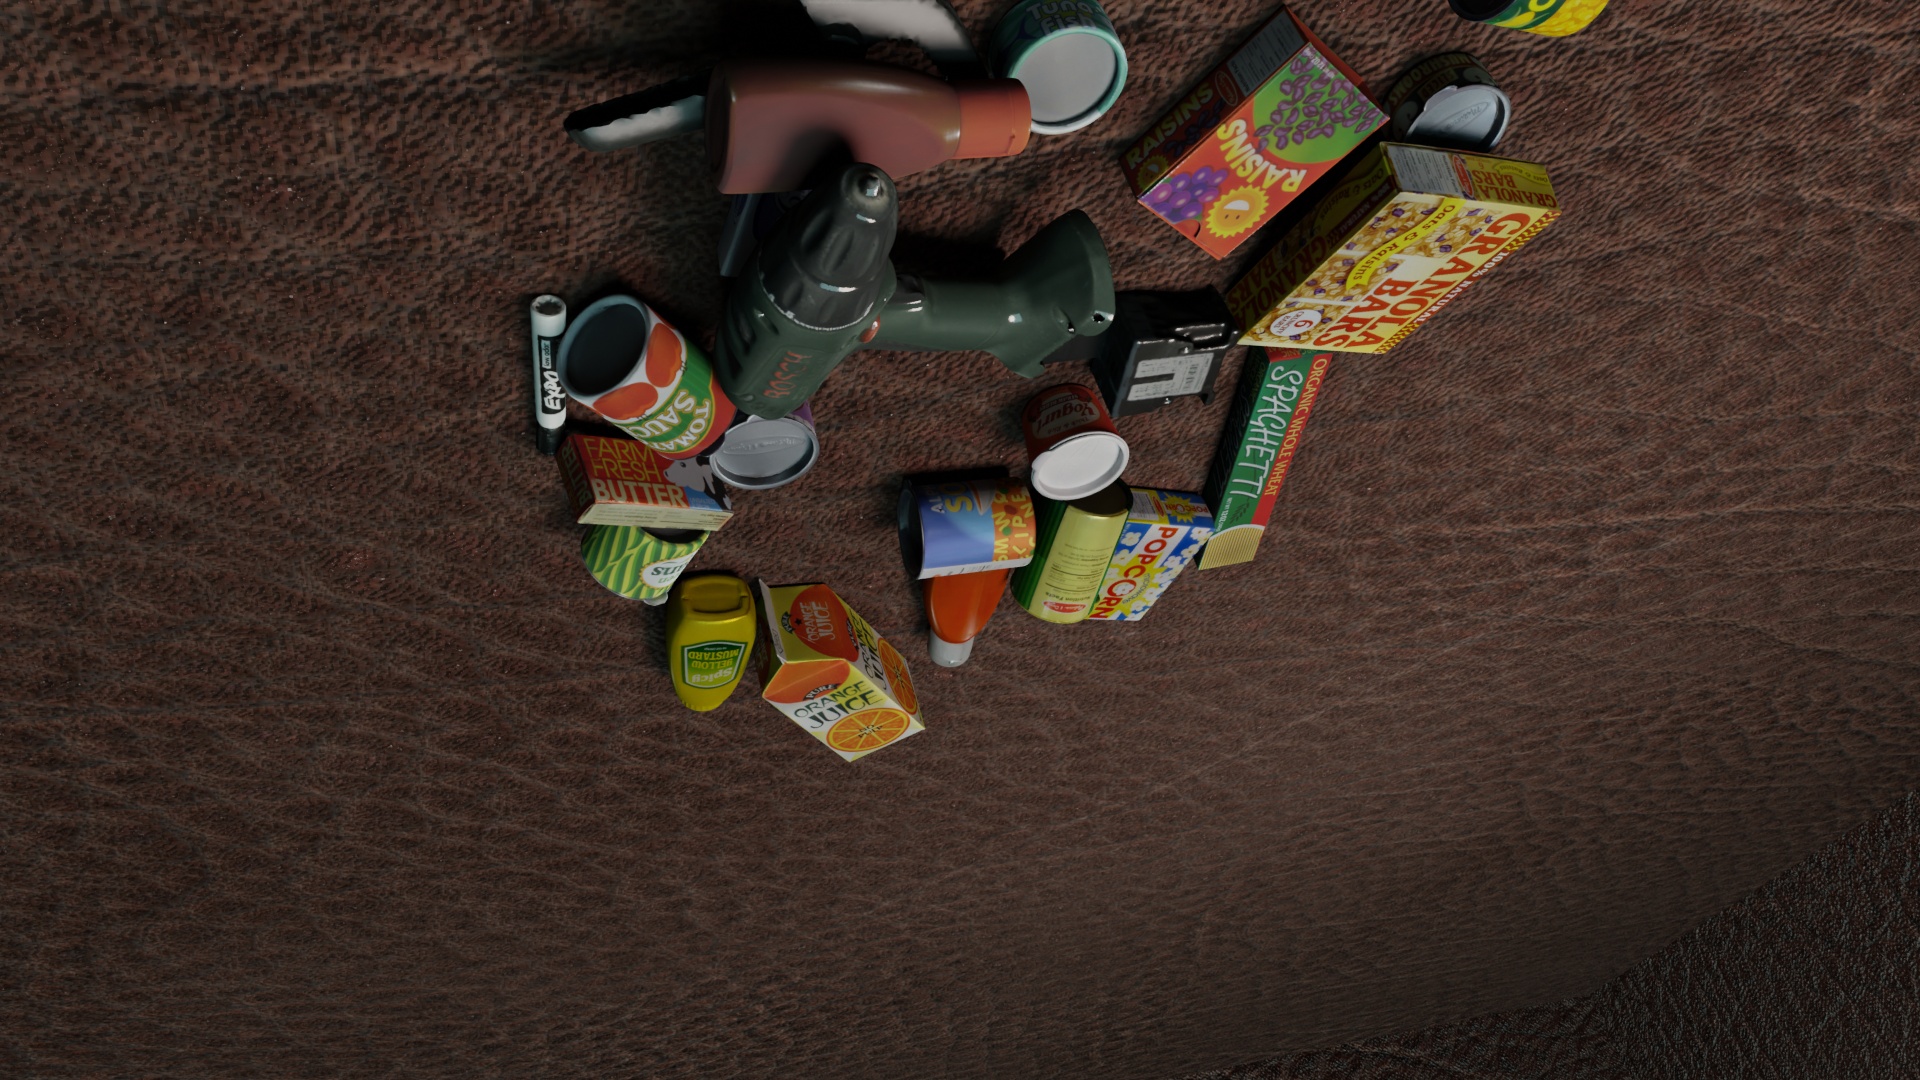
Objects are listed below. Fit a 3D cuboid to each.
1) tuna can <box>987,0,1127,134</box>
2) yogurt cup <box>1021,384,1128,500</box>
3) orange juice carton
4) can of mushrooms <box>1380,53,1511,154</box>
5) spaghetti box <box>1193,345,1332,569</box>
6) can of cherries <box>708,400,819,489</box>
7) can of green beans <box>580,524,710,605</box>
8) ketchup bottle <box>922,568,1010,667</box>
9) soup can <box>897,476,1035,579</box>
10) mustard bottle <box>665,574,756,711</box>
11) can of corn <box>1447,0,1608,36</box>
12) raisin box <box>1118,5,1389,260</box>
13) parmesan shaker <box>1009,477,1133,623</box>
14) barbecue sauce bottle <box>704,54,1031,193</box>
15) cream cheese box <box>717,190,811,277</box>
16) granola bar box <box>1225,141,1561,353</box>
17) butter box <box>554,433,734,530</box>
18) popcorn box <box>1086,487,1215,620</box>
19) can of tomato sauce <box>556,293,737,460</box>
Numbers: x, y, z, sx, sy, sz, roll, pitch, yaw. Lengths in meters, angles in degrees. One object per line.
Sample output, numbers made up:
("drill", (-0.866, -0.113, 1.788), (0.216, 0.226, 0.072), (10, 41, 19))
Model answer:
("tuna can", (0.050, -0.244, 0.706), (0.071, 0.033, 0.070), (-12, 146, -8))
("yogurt cup", (0.074, -0.068, 0.943), (0.072, 0.054, 0.072), (-12, 145, -8))
("orange juice carton", (-0.104, 0.098, 1.081), (0.073, 0.072, 0.192), (-25, 145, 10))
("can of mushrooms", (0.279, -0.246, 0.803), (0.071, 0.033, 0.070), (-11, 146, -8))
("spaghetti box", (0.219, -0.062, 1.037), (0.050, 0.029, 0.248), (-10, 145, -12))
("can of cherries", (-0.123, -0.075, 0.844), (0.071, 0.058, 0.071), (-11, 145, -8))
("can of green beans", (-0.203, -0.004, 0.900), (0.071, 0.071, 0.057), (12, 135, -36))
("ketchup bottle", (0.000, 0.046, 1.078), (0.065, 0.044, 0.148), (-8, 145, -15))
("soup can", (0.004, -0.012, 0.983), (0.084, 0.071, 0.071), (-7, 144, -17))
("mustard bottle", (-0.191, 0.088, 1.049), (0.065, 0.049, 0.159), (-2, 143, -16))
("can of corn", (0.294, -0.295, 0.709), (0.058, 0.071, 0.070), (0, 142, -24))
("raisin box", (0.163, -0.224, 0.779), (0.086, 0.040, 0.123), (21, 131, -43))
("parmesan shaker", (0.083, 0.001, 1.018), (0.071, 0.071, 0.102), (-1, 130, -23))
("barbecue sauce bottle", (-0.041, -0.194, 0.644), (0.149, 0.044, 0.064), (-9, 152, -22))
("cream cheese box", (-0.091, -0.182, 0.739), (0.053, 0.024, 0.103), (3, 141, -26))
("granola bar box", (0.260, -0.175, 0.854), (0.124, 0.039, 0.164), (0, 157, -24))
("butter box", (-0.193, -0.035, 0.858), (0.104, 0.053, 0.024), (4, 143, -45))
("popcorn box", (0.130, 0.012, 1.093), (0.085, 0.038, 0.126), (3, 141, -28))
("can of tomato sauce", (-0.175, -0.090, 0.783), (0.071, 0.071, 0.083), (-28, 150, 15))
